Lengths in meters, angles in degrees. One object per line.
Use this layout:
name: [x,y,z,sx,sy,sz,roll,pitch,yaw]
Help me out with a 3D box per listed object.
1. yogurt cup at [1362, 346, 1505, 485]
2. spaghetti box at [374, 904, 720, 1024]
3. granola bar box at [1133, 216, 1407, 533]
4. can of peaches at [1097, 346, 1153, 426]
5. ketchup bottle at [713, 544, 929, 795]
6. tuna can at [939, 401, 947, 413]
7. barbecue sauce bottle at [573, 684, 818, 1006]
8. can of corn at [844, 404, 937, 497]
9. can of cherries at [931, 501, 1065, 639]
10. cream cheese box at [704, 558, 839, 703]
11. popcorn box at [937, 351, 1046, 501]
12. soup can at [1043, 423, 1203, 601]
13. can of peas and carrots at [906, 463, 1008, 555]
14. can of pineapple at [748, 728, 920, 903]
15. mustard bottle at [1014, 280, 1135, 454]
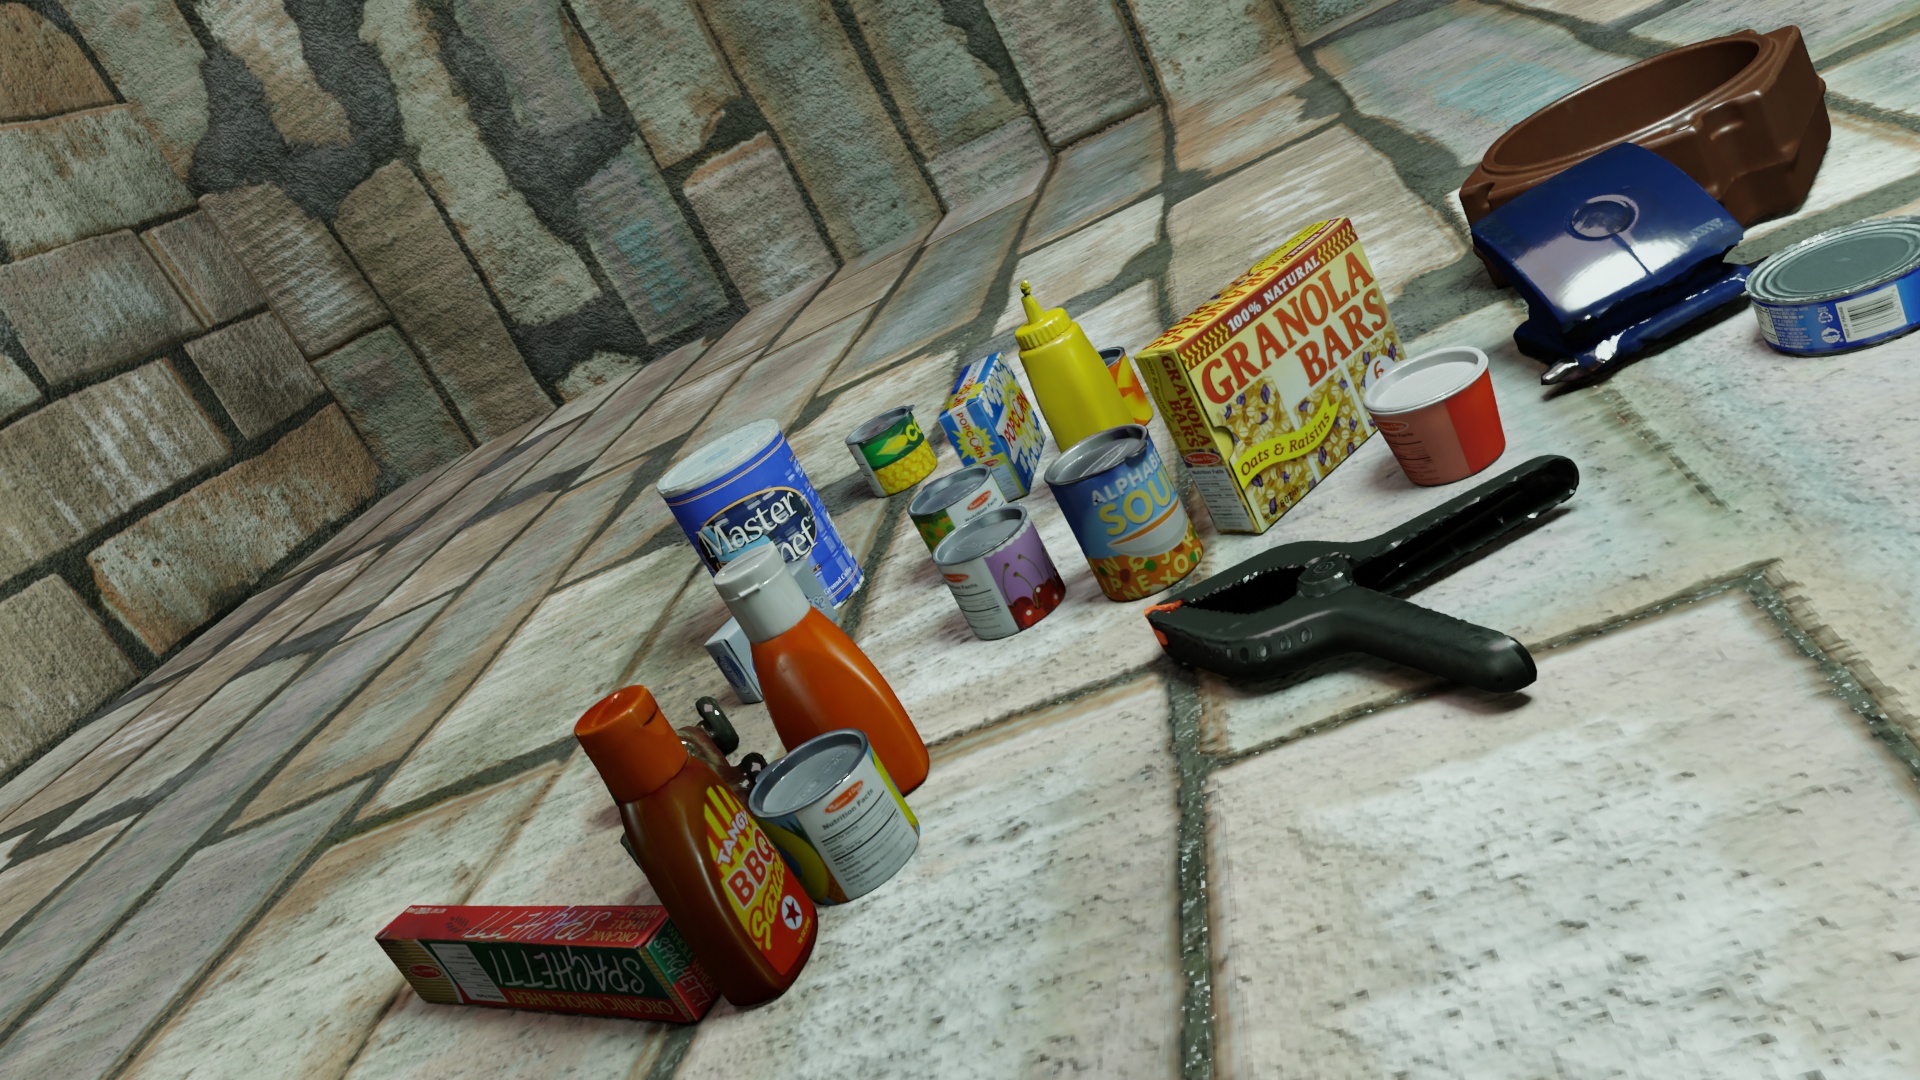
yogurt cup: [0.261,-0.066,0.756,0.072,0.053,0.072,-26,18,9]
spaghetti box: [-0.216,0.214,0.709,0.249,0.050,0.029,-13,24,40]
granola bar box: [0.194,-0.100,0.830,0.166,0.124,0.039,-38,20,-26]
can of peaches: [0.109,-0.109,1.083,0.071,0.058,0.071,-26,18,9]
ketchup bottle: [-0.076,0.073,0.723,0.065,0.148,0.044,-27,18,5]
tuna can: [0.016,-0.119,1.283,0.071,0.032,0.071,-26,19,9]
barbecue sauce bottle: [-0.119,0.134,0.624,0.043,0.148,0.065,-22,19,20]
can of corn: [-0.059,-0.081,1.250,0.071,0.058,0.071,-26,18,9]
can of cherries: [0.026,0.018,0.864,0.071,0.058,0.072,-26,18,9]
cream cheese box: [-0.130,0.063,0.979,0.024,0.053,0.104,-14,23,39]
popcorn box: [0.027,-0.090,1.106,0.038,0.085,0.127,-22,19,19]
soup can: [0.098,-0.016,0.812,0.071,0.083,0.071,-26,18,9]
can of peas and carrots: [0.003,-0.012,0.977,0.071,0.058,0.071,-26,18,9]
can of pineapple: [-0.062,0.135,0.684,0.071,0.057,0.071,-26,18,9]
mustard bottle: [0.077,-0.111,0.971,0.048,0.160,0.065,-19,20,27]
